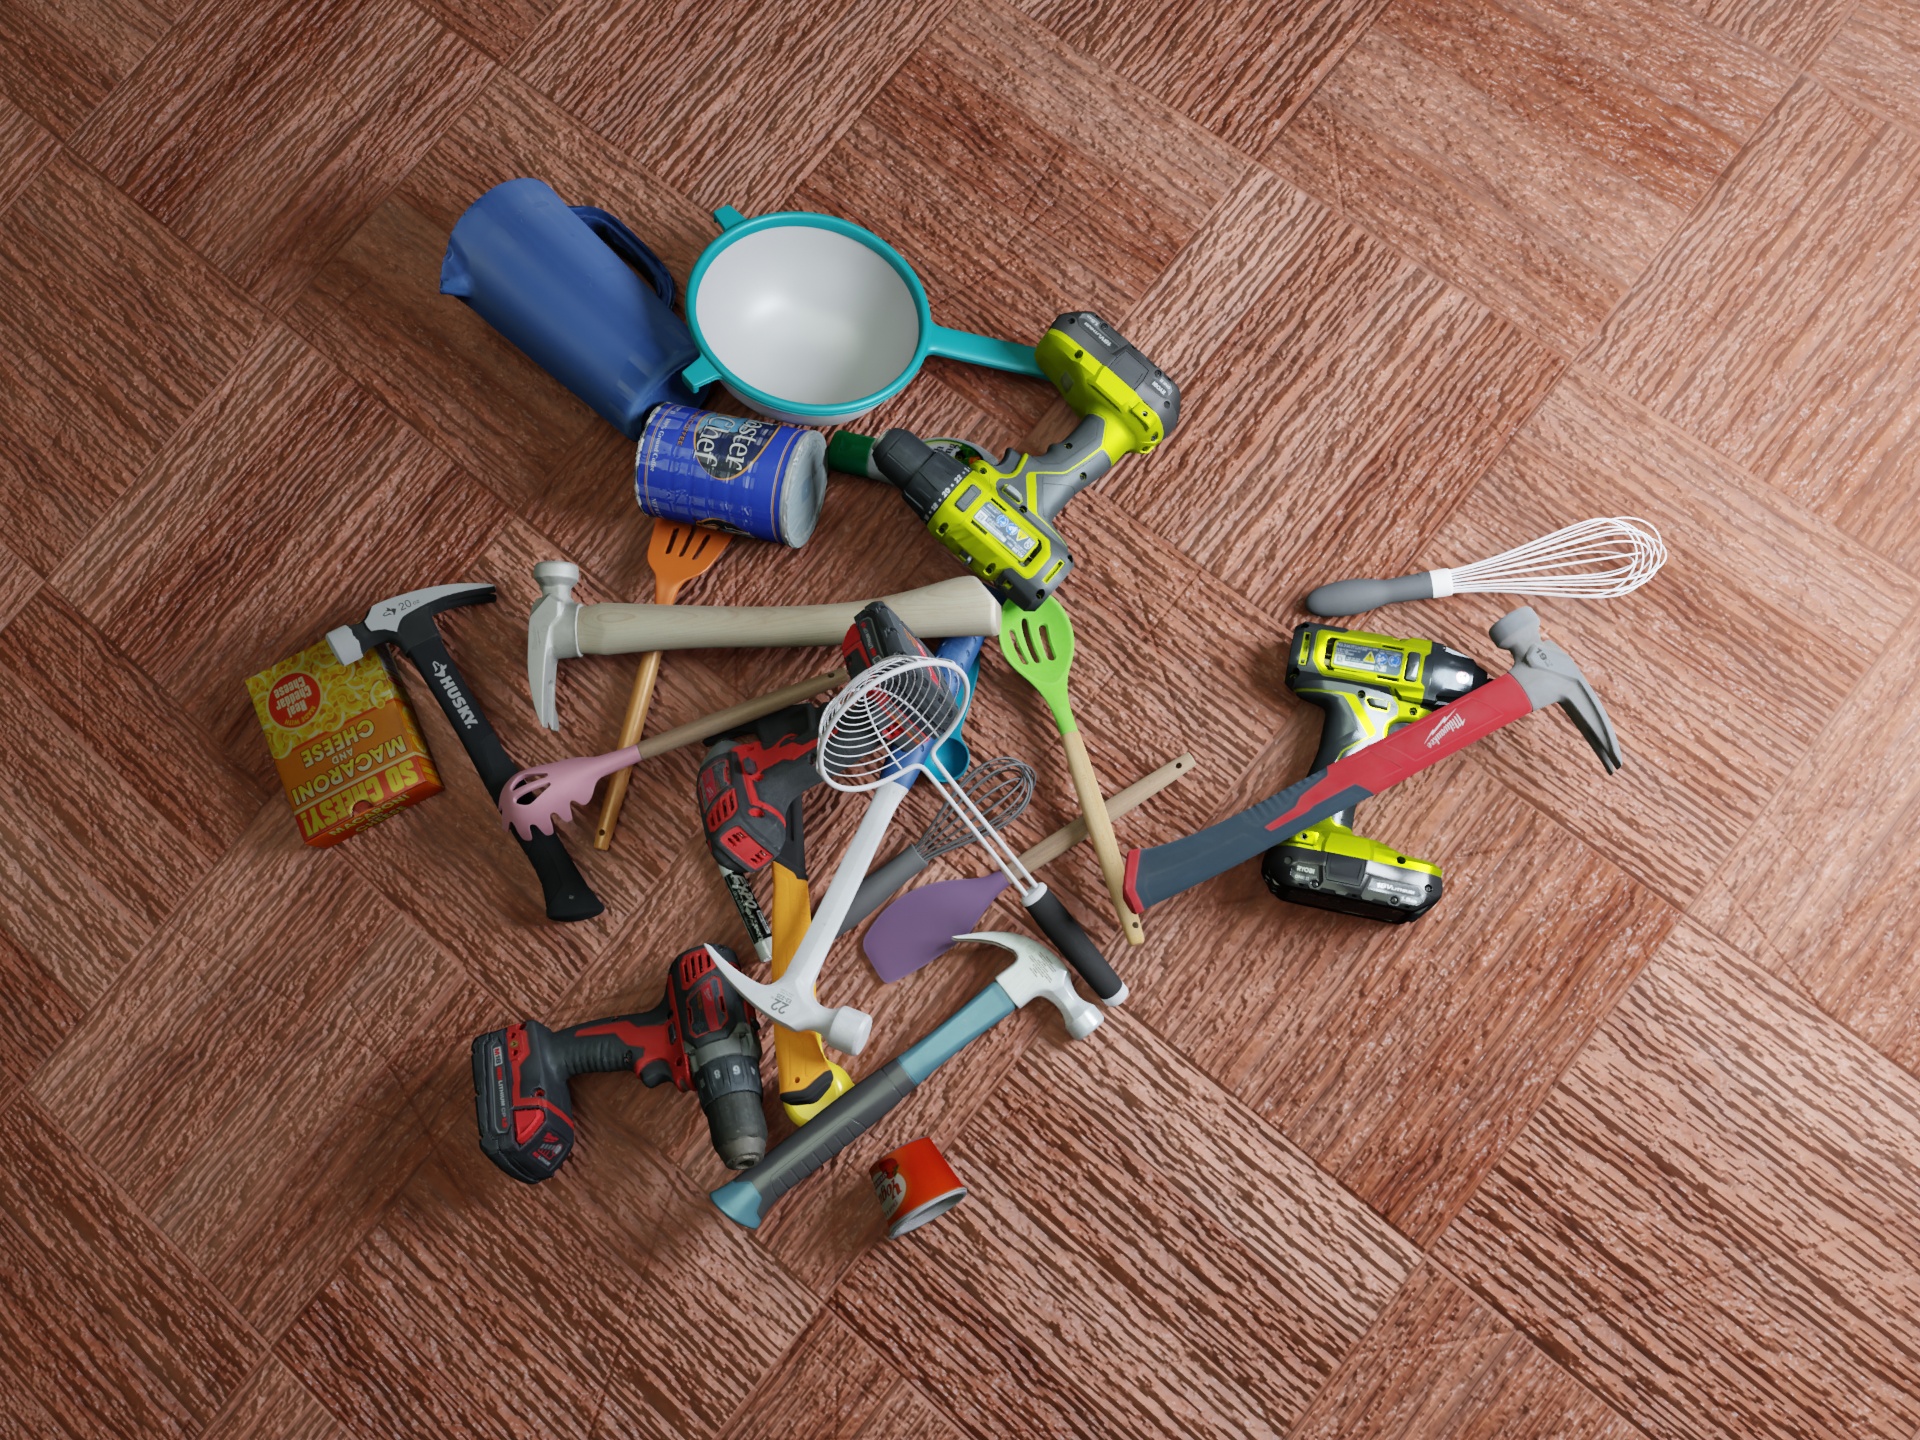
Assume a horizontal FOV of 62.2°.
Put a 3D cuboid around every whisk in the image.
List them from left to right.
[{"bbox_3d":[-0.036,0.111,1.317,0.239,0.055,0.055,-38,75,2],"label":"whisk"},{"bbox_3d":[0.425,-0.118,1.300,0.284,0.070,0.070,-8,76,12],"label":"whisk"}]

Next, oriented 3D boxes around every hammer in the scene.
[{"bbox_3d":[-0.404,0.029,1.381,0.146,0.035,0.335,-30,80,-21],"label":"hammer"},{"bbox_3d":[-0.170,-0.070,1.342,0.410,0.038,0.146,-2,83,12],"label":"hammer"},{"bbox_3d":[-0.147,0.145,1.299,0.127,0.034,0.337,-9,65,6],"label":"hammer"},{"bbox_3d":[-0.064,0.059,1.292,0.144,0.035,0.406,21,68,11],"label":"hammer"},{"bbox_3d":[-0.053,0.289,1.262,0.331,0.033,0.128,-37,79,-8],"label":"hammer"},{"bbox_3d":[0.302,0.059,1.204,0.386,0.038,0.143,-27,71,-3],"label":"hammer"}]

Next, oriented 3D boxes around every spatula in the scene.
[{"bbox_3d":[-0.271,-0.043,1.399,0.081,0.041,0.323,13,83,10],"label":"spatula"},{"bbox_3d":[0.057,0.114,1.316,0.316,0.018,0.060,-32,74,1],"label":"spatula"}]

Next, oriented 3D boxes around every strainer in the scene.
[{"bbox_3d":[-0.075,-0.324,1.407,0.340,0.095,0.211,10,65,-10],"label":"strainer"}]

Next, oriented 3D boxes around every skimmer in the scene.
[{"bbox_3d":[0.027,0.099,1.190,0.127,0.090,0.363,-39,110,0],"label":"skimmer"}]

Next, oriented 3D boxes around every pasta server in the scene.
[{"bbox_3d":[-0.242,0.020,1.339,0.316,0.040,0.060,-21,64,-5],"label":"pasta server"}]

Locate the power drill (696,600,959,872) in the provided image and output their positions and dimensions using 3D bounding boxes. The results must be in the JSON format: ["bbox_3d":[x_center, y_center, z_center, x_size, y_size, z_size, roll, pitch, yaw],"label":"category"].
[{"bbox_3d":[-0.117,0.013,1.264,0.219,0.078,0.143,-37,35,9],"label":"power drill"}]

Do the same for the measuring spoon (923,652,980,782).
[{"bbox_3d":[-0.002,-0.004,1.356,0.042,0.021,0.129,10,70,11],"label":"measuring spoon"}]

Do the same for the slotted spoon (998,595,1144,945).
[{"bbox_3d":[0.095,0.035,1.307,0.070,0.031,0.314,-8,69,-23],"label":"slotted spoon"}]

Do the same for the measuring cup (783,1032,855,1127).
[{"bbox_3d":[-0.126,0.258,1.302,0.062,0.029,0.157,-13,78,5],"label":"measuring cup"}]

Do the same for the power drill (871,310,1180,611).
[{"bbox_3d":[0.056,-0.230,1.331,0.190,0.080,0.228,41,76,-1],"label":"power drill"}]

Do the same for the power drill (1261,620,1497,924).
[{"bbox_3d":[0.333,0.041,1.265,0.171,0.080,0.223,11,76,11],"label":"power drill"}]

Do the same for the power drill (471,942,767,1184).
[{"bbox_3d":[-0.264,0.295,1.269,0.226,0.080,0.188,-20,54,1],"label":"power drill"}]
